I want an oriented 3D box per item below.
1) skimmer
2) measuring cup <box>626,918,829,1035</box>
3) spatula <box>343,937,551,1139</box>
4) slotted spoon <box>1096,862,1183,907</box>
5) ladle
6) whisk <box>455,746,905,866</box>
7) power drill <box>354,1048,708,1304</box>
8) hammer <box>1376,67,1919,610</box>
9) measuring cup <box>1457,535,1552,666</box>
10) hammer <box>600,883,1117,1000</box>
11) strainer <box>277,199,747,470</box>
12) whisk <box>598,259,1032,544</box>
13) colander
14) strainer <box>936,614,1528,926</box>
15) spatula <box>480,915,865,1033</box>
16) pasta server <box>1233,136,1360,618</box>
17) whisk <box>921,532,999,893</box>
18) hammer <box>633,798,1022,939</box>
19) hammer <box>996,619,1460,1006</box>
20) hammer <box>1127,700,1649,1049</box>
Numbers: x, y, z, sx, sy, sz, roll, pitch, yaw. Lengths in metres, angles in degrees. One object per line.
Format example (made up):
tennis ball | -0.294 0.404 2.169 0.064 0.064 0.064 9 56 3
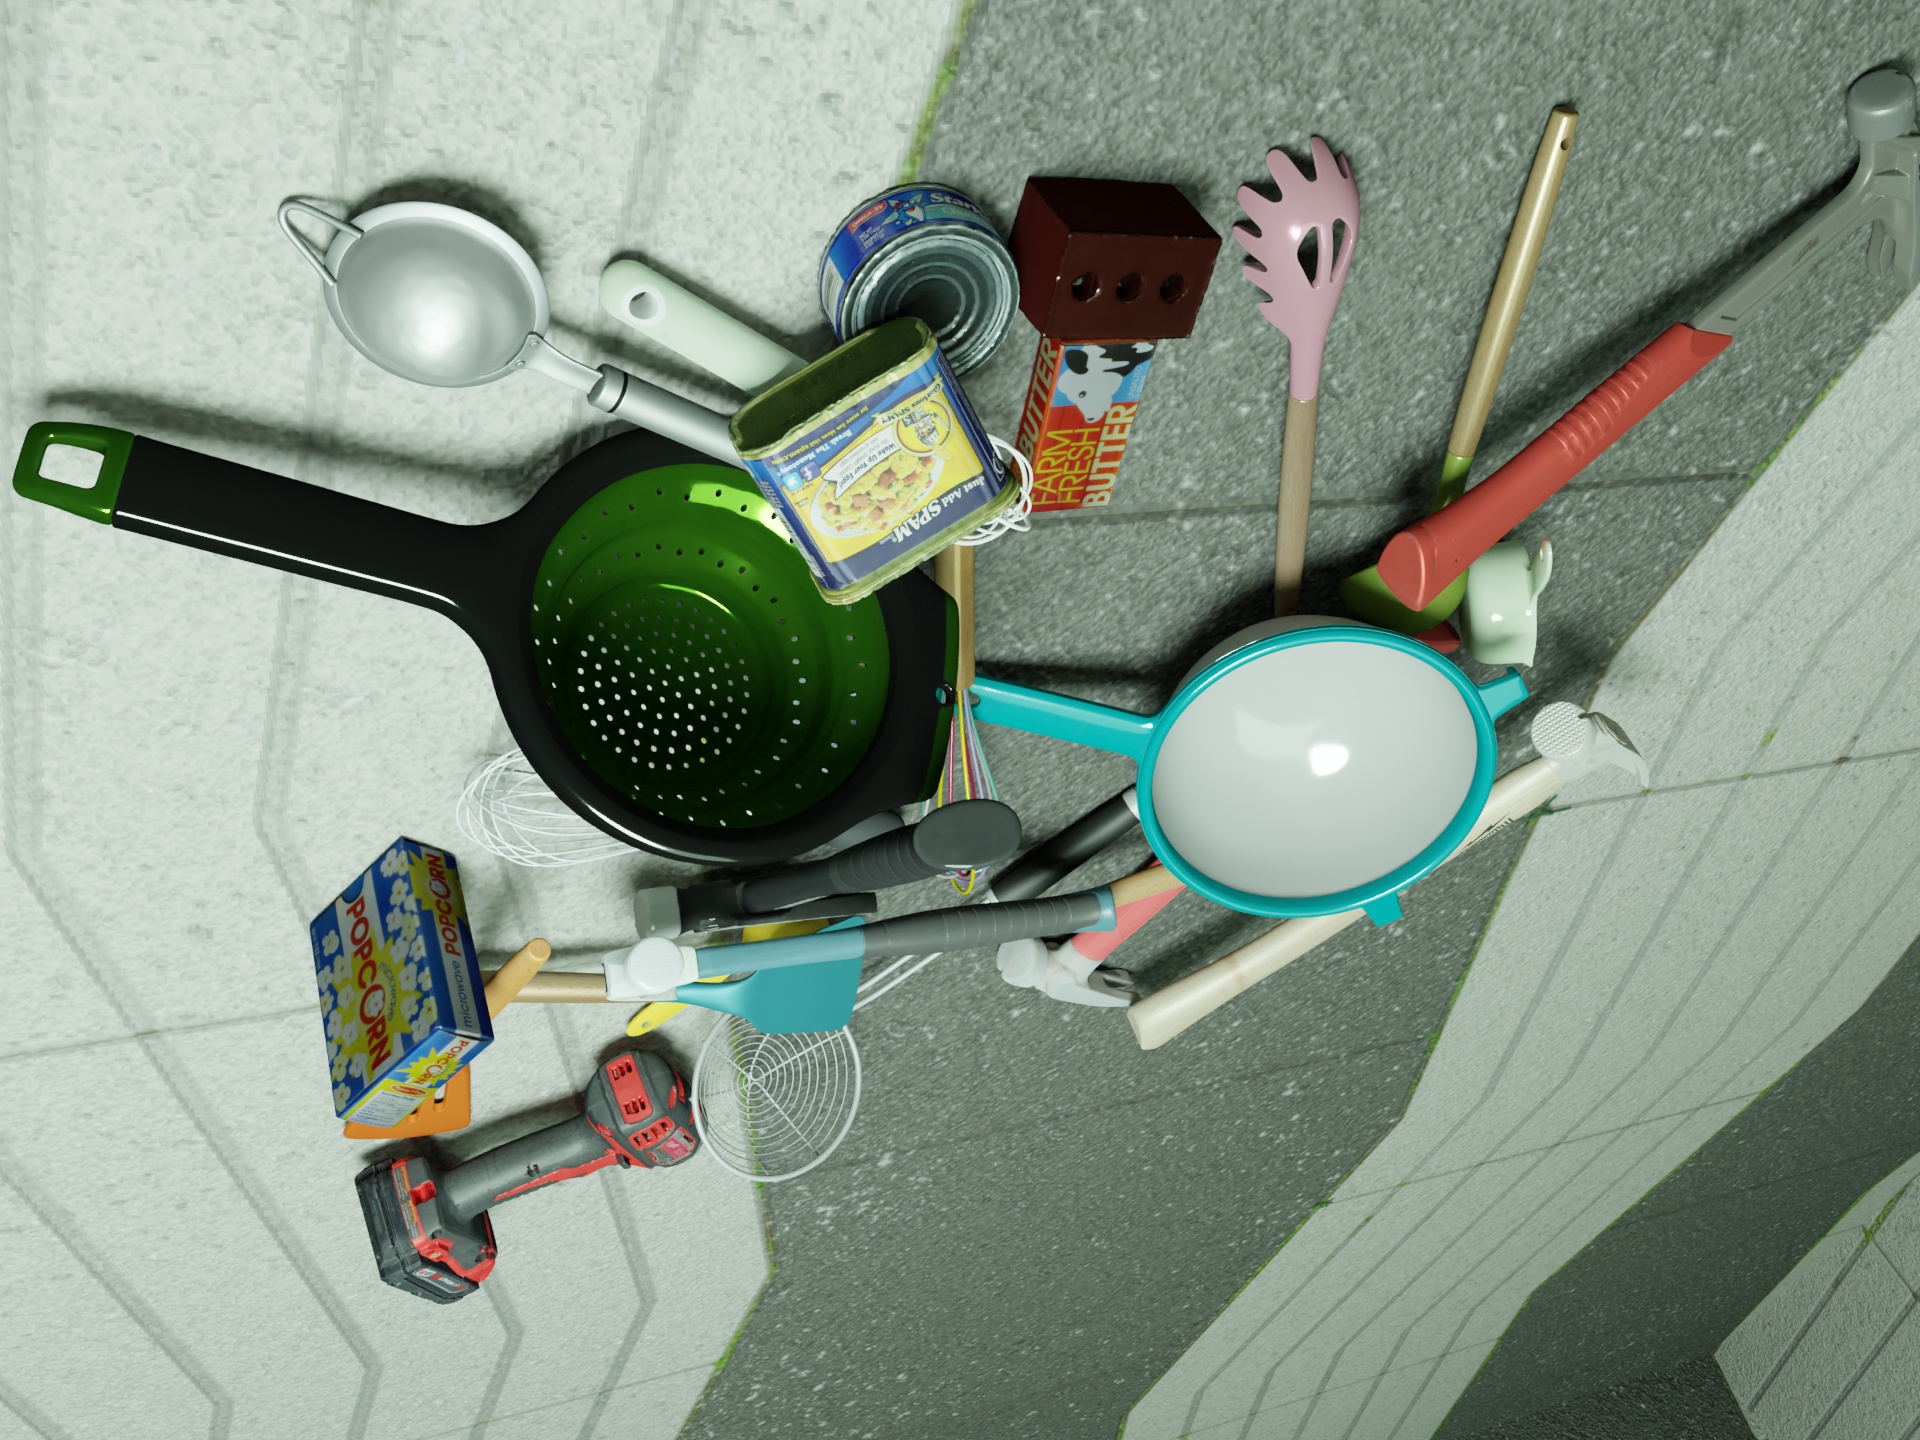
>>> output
skimmer | -0.020 0.169 1.055 0.363 0.090 0.127 -36 109 10
measuring cup | -0.151 0.171 1.035 0.156 0.029 0.062 -34 140 6
spatula | -0.292 0.191 0.933 0.081 0.041 0.322 3 154 -31
slotted spoon | 0.205 0.079 1.063 0.313 0.031 0.070 -18 145 -9
ladle | 0.276 -0.178 0.874 0.078 0.062 0.320 -8 131 -16
whisk | -0.145 0.054 0.894 0.284 0.070 0.070 8 131 -40
power drill | -0.278 0.305 1.079 0.219 0.079 0.143 -26 151 -6
hammer | 0.379 -0.183 0.871 0.359 0.037 0.149 -40 139 2
measuring cup | 0.320 -0.079 0.939 0.038 0.083 0.167 -6 170 11
hammer | -0.049 0.130 0.941 0.331 0.033 0.128 -4 169 -27
strainer | -0.153 -0.141 0.661 0.258 0.050 0.087 19 135 -36
whisk | -0.057 -0.142 0.727 0.246 0.059 0.058 25 114 -37
colander | -0.196 -0.047 0.711 0.396 0.205 0.094 15 161 -25
strainer | 0.147 -0.002 0.960 0.340 0.095 0.210 13 123 -8
spatula | -0.213 0.159 0.967 0.317 0.044 0.082 4 111 -15
pasta server | 0.178 -0.160 0.847 0.060 0.040 0.315 -20 145 -6
whisk | 0.000 -0.002 0.882 0.051 0.047 0.244 3 124 5
hammer | -0.058 0.081 0.843 0.146 0.035 0.335 -4 170 -28
hammer | 0.197 0.070 1.100 0.143 0.038 0.386 20 123 -43
hammer | 0.287 0.124 1.125 0.410 0.038 0.146 -39 147 26
